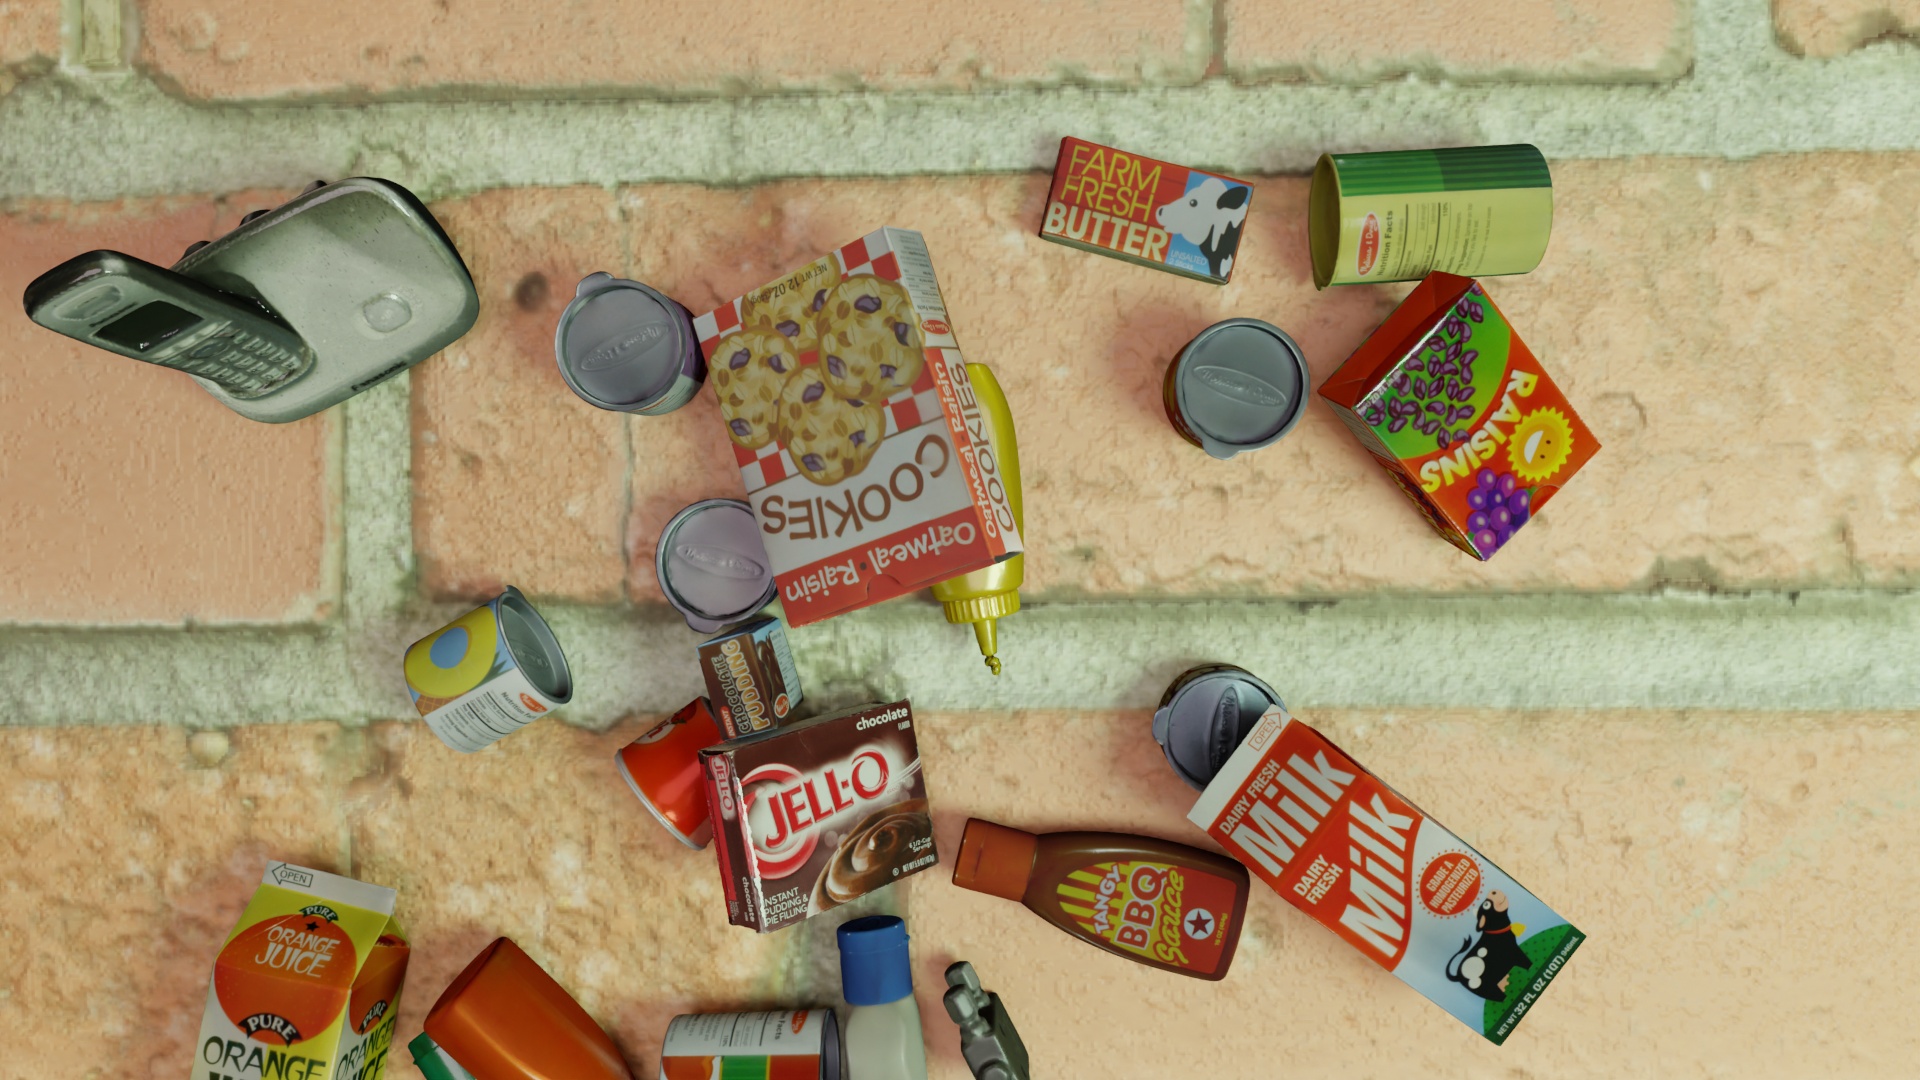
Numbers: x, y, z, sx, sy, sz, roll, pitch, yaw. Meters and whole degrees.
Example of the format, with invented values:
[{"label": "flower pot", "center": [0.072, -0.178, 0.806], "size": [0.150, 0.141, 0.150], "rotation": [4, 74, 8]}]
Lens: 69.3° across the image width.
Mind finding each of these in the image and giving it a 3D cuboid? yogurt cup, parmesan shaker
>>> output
[{"label": "yogurt cup", "center": [-0.136, 0.118, 0.719], "size": [0.054, 0.072, 0.072], "rotation": [-42, 90, -5]}, {"label": "parmesan shaker", "center": [0.234, -0.162, 0.700], "size": [0.103, 0.071, 0.071], "rotation": [-3, 92, 1]}]

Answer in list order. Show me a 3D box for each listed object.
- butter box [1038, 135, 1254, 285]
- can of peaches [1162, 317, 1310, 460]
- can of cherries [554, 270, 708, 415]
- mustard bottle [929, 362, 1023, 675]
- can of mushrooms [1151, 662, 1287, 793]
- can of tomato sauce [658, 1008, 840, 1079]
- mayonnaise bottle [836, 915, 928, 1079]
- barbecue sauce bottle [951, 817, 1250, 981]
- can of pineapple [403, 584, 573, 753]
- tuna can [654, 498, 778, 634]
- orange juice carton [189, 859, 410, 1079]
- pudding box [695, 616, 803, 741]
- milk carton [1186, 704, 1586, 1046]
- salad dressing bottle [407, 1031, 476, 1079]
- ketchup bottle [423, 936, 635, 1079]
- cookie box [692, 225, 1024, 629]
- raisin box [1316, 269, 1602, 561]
[{"label": "butter box", "center": [0.096, -0.171, 0.723], "size": [0.103, 0.024, 0.053], "rotation": [15, 93, 1]}, {"label": "can of peaches", "center": [0.138, -0.075, 0.708], "size": [0.071, 0.058, 0.071], "rotation": [0, 92, 1]}, {"label": "can of cherries", "center": [-0.168, -0.101, 0.716], "size": [0.071, 0.058, 0.071], "rotation": [0, 92, 3]}, {"label": "mustard bottle", "center": [0.003, -0.009, 0.718], "size": [0.065, 0.049, 0.160], "rotation": [-9, 92, 11]}, {"label": "can of mushrooms", "center": [0.134, 0.098, 0.725], "size": [0.071, 0.033, 0.071], "rotation": [0, 92, 2]}, {"label": "can of tomato sauce", "center": [-0.108, 0.281, 0.721], "size": [0.083, 0.071, 0.071], "rotation": [-3, 92, 3]}, {"label": "mayonnaise bottle", "center": [-0.039, 0.273, 0.723], "size": [0.041, 0.065, 0.148], "rotation": [-7, 87, 6]}, {"label": "barbecue sauce bottle", "center": [0.071, 0.180, 0.724], "size": [0.148, 0.044, 0.065], "rotation": [14, 93, 2]}, {"label": "can of pineapple", "center": [-0.244, 0.067, 0.720], "size": [0.058, 0.071, 0.071], "rotation": [-28, 91, 3]}, {"label": "tuna can", "center": [-0.125, 0.013, 0.730], "size": [0.071, 0.033, 0.071], "rotation": [0, 92, 2]}, {"label": "orange juice carton", "center": [-0.346, 0.267, 0.724], "size": [0.072, 0.073, 0.192], "rotation": [12, 92, 1]}, {"label": "pudding box", "center": [-0.106, 0.068, 0.706], "size": [0.030, 0.084, 0.049], "rotation": [-15, 92, 3]}, {"label": "milk carton", "center": [0.203, 0.158, 0.684], "size": [0.190, 0.073, 0.072], "rotation": [35, 93, -13]}, {"label": "salad dressing bottle", "center": [-0.236, 0.316, 0.731], "size": [0.044, 0.064, 0.148], "rotation": [-36, 83, -5]}, {"label": "ketchup bottle", "center": [-0.207, 0.279, 0.728], "size": [0.043, 0.065, 0.148], "rotation": [-41, 99, 20]}, {"label": "cookie box", "center": [-0.053, -0.053, 0.685], "size": [0.122, 0.040, 0.167], "rotation": [-19, 86, 28]}, {"label": "raisin box", "center": [0.250, -0.061, 0.692], "size": [0.086, 0.040, 0.123], "rotation": [-46, 115, 2]}]
